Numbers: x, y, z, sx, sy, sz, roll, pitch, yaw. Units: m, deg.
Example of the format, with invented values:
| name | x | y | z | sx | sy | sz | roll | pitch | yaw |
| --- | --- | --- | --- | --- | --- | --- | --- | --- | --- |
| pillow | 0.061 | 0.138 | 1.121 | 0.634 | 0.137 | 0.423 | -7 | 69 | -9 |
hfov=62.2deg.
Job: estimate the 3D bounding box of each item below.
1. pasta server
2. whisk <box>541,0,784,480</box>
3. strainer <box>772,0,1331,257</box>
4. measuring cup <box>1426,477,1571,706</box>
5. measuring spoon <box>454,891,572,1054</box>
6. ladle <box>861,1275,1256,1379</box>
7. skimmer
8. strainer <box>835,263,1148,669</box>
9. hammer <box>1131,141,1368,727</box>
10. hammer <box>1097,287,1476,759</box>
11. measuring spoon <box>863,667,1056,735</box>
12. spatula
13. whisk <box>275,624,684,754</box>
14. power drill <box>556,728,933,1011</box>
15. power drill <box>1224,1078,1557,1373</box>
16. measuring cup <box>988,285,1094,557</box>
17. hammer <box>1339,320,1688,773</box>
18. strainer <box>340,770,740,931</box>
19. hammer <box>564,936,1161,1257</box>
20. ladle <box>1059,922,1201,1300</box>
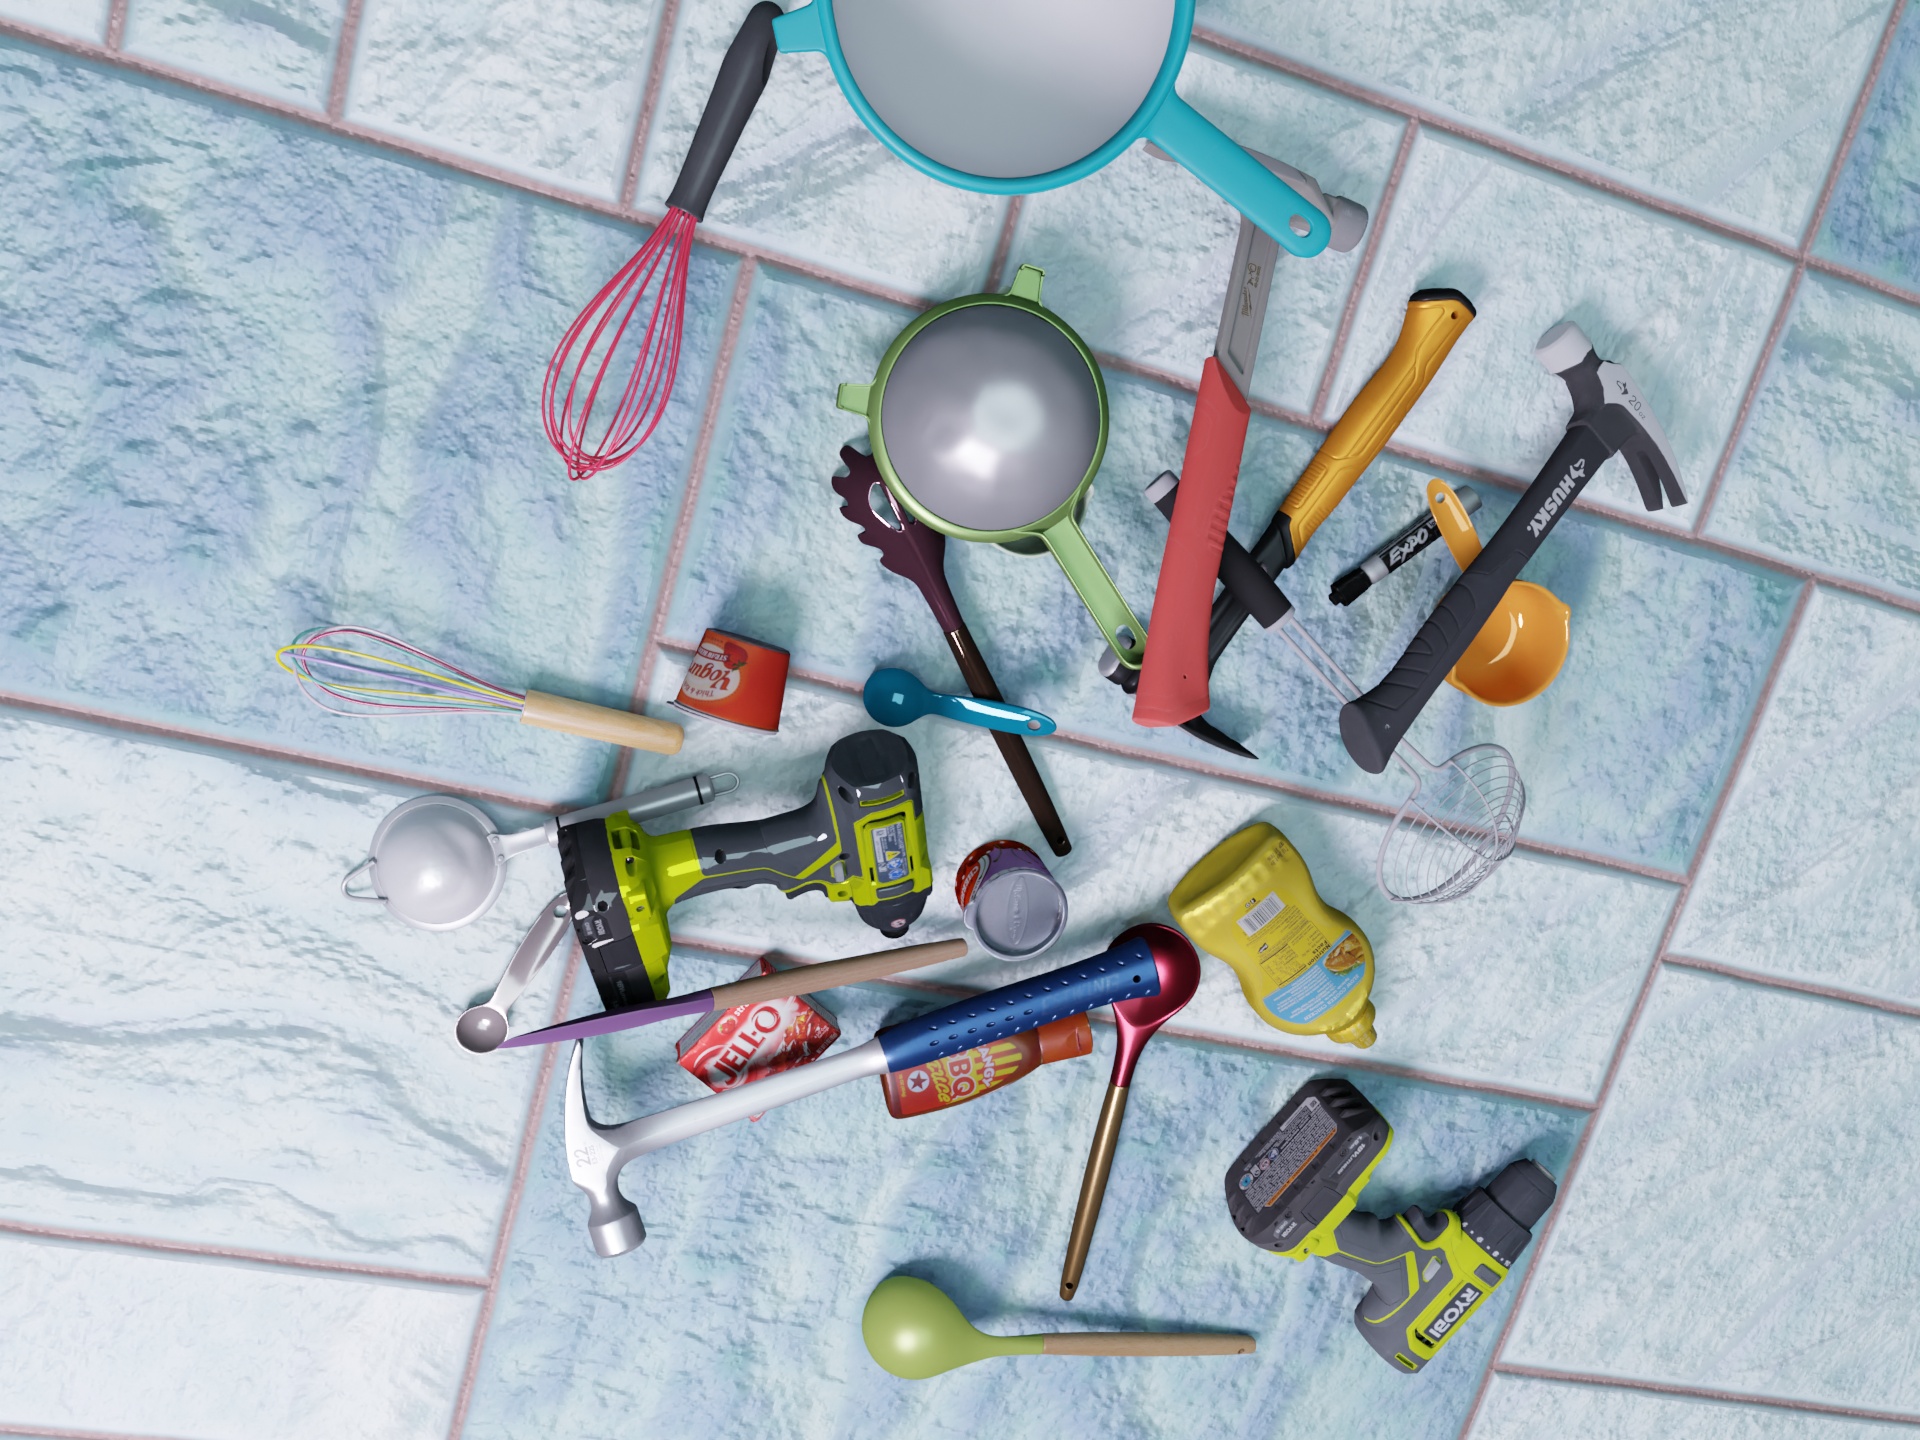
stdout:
| name | x | y | z | sx | sy | sz | roll | pitch | yaw |
| --- | --- | --- | --- | --- | --- | --- | --- | --- | --- |
| pasta server | 0.005 | -0.041 | 1.041 | 0.060 | 0.040 | 0.316 | -28 | 114 | -3 |
| whisk | -0.168 | -0.275 | 0.919 | 0.073 | 0.073 | 0.296 | 23 | 95 | -18 |
| strainer | 0.071 | -0.375 | 0.920 | 0.340 | 0.095 | 0.211 | 31 | 98 | -19 |
| measuring cup | 0.347 | -0.092 | 1.087 | 0.095 | 0.052 | 0.173 | -32 | 107 | -2 |
| measuring spoon | -0.288 | 0.163 | 1.042 | 0.034 | 0.018 | 0.124 | 34 | 89 | -19 |
| ladle | 0.079 | 0.460 | 1.198 | 0.320 | 0.062 | 0.078 | 9 | 113 | -22 |
| skimmer | 0.242 | -0.022 | 1.056 | 0.127 | 0.090 | 0.363 | -44 | 98 | -3 |
| strainer | 0.051 | -0.137 | 0.954 | 0.151 | 0.069 | 0.256 | -34 | 100 | -5 |
| hammer | 0.148 | -0.173 | 0.973 | 0.149 | 0.037 | 0.359 | 15 | 84 | -17 |
| hammer | 0.236 | -0.136 | 1.058 | 0.127 | 0.034 | 0.337 | 33 | 97 | -18 |
| measuring spoon | -0.002 | -0.003 | 1.029 | 0.128 | 0.021 | 0.042 | 11 | 122 | 3 |
| spatula | -0.136 | 0.174 | 1.016 | 0.315 | 0.059 | 0.018 | -8 | 75 | -28 |
| whisk | -0.291 | -0.013 | 0.979 | 0.244 | 0.051 | 0.047 | 13 | 123 | -20 |
| power drill | -0.129 | 0.104 | 1.010 | 0.223 | 0.080 | 0.171 | -15 | 136 | -10 |
| power drill | 0.331 | 0.371 | 1.204 | 0.228 | 0.080 | 0.190 | 39 | 95 | -22 |
| measuring cup | 0.035 | -0.186 | 1.002 | 0.083 | 0.038 | 0.167 | -8 | 98 | -9 |
| hammer | 0.352 | -0.097 | 1.033 | 0.146 | 0.035 | 0.335 | 44 | 73 | -14 |
| strainer | -0.265 | 0.072 | 1.007 | 0.258 | 0.050 | 0.087 | -16 | 94 | -11 |
| hammer | -0.063 | 0.219 | 1.053 | 0.405 | 0.035 | 0.144 | -17 | 96 | -10 |
| ladle | 0.111 | 0.287 | 1.155 | 0.069 | 0.031 | 0.315 | 14 | 106 | 9 |
